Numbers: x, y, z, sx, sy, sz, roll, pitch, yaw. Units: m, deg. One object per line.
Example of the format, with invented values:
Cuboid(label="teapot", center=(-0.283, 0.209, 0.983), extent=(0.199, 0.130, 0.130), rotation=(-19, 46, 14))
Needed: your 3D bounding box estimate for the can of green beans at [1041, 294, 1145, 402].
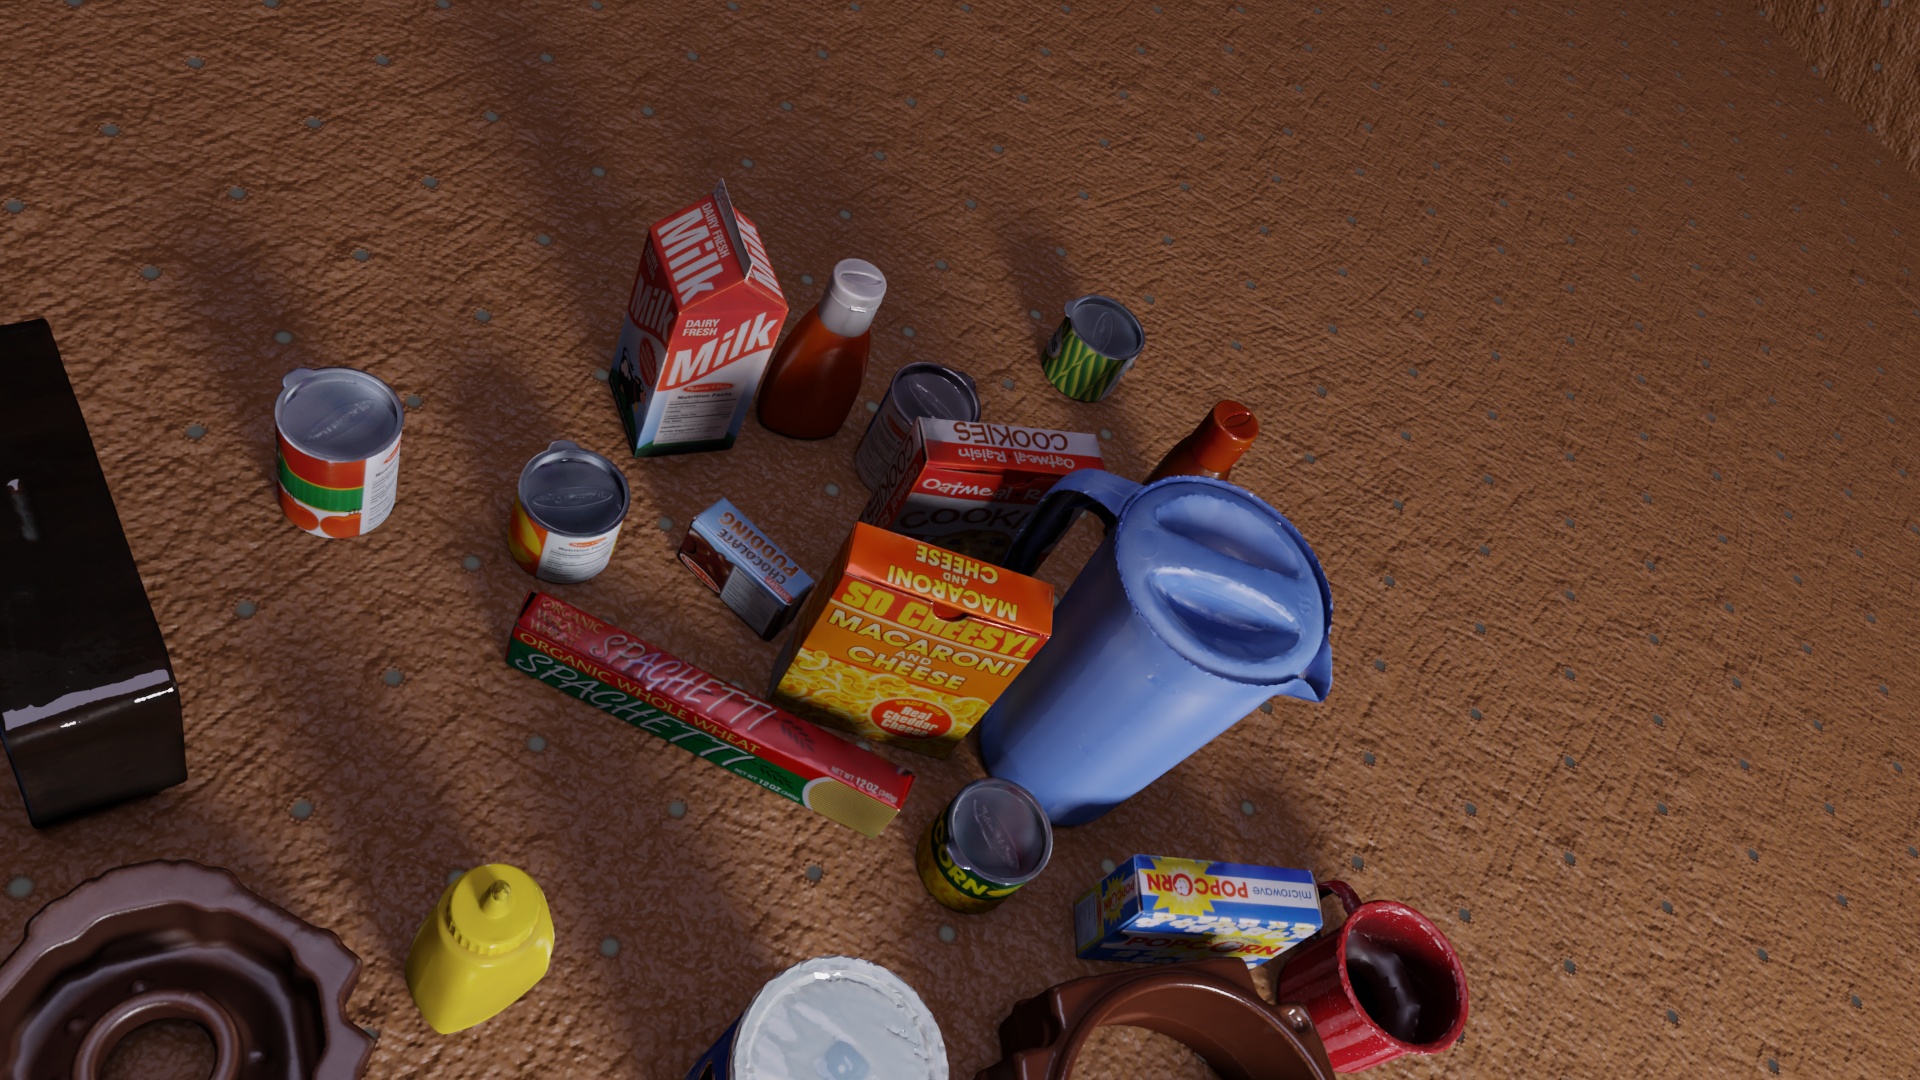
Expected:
Cuboid(label="can of green beans", center=(0.106, -0.154, 1.117), extent=(0.071, 0.057, 0.071), rotation=(13, 53, -17))

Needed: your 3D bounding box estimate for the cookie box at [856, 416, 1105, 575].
Cuboid(label="cookie box", center=(0.003, -0.011, 0.897), extent=(0.123, 0.166, 0.040), rotation=(3, 57, -24))

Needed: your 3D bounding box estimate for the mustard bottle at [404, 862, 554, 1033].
Cuboid(label="mustard bottle", center=(-0.224, 0.186, 0.656), extent=(0.065, 0.159, 0.049), rotation=(-26, 72, -36))

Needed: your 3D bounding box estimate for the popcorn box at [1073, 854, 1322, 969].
Cuboid(label="popcorn box", center=(0.144, 0.229, 0.850), extent=(0.127, 0.084, 0.038), rotation=(10, 54, -19))

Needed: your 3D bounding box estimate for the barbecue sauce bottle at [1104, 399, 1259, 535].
Cuboid(label="barbecue sauce bottle", center=(0.163, -0.043, 1.008), extent=(0.065, 0.147, 0.044), rotation=(-21, 69, -35))

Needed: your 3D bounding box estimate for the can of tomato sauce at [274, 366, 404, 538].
Cuboid(label="can of tomato sauce", center=(-0.362, -0.051, 0.805), extent=(0.071, 0.082, 0.071), rotation=(13, 53, -17))

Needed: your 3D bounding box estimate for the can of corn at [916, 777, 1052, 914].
Cuboid(label="can of corn", center=(0.011, 0.185, 0.835), extent=(0.071, 0.058, 0.071), rotation=(13, 53, -17))

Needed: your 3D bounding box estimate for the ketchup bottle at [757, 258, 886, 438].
Cuboid(label="ketchup bottle", center=(-0.091, -0.128, 0.946), extent=(0.065, 0.148, 0.044), rotation=(6, 56, -22))

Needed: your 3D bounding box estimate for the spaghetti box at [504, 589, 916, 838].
Cuboid(label="spaghetti box", center=(-0.149, 0.104, 0.820), extent=(0.250, 0.050, 0.029), rotation=(27, 50, -6))

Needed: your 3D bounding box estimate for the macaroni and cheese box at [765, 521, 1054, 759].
Cuboid(label="macaroni and cheese box", center=(-0.034, 0.066, 0.827), extent=(0.124, 0.165, 0.040), rotation=(18, 52, -13))

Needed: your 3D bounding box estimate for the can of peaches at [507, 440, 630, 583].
Cuboid(label="can of peaches", center=(-0.242, -0.017, 0.855), extent=(0.071, 0.057, 0.071), rotation=(13, 53, -17))

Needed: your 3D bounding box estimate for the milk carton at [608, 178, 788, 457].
Cuboid(label="milk carton", center=(-0.167, -0.138, 0.890), extent=(0.073, 0.189, 0.072), rotation=(-8, 62, -30))

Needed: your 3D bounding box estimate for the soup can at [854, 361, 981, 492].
Cuboid(label="soup can", center=(-0.030, -0.076, 0.981), extent=(0.071, 0.083, 0.072), rotation=(13, 53, -17))

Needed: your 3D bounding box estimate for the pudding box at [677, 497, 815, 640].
Cuboid(label="pudding box", center=(-0.138, 0.018, 0.886), extent=(0.084, 0.049, 0.030), rotation=(42, 50, 6))
